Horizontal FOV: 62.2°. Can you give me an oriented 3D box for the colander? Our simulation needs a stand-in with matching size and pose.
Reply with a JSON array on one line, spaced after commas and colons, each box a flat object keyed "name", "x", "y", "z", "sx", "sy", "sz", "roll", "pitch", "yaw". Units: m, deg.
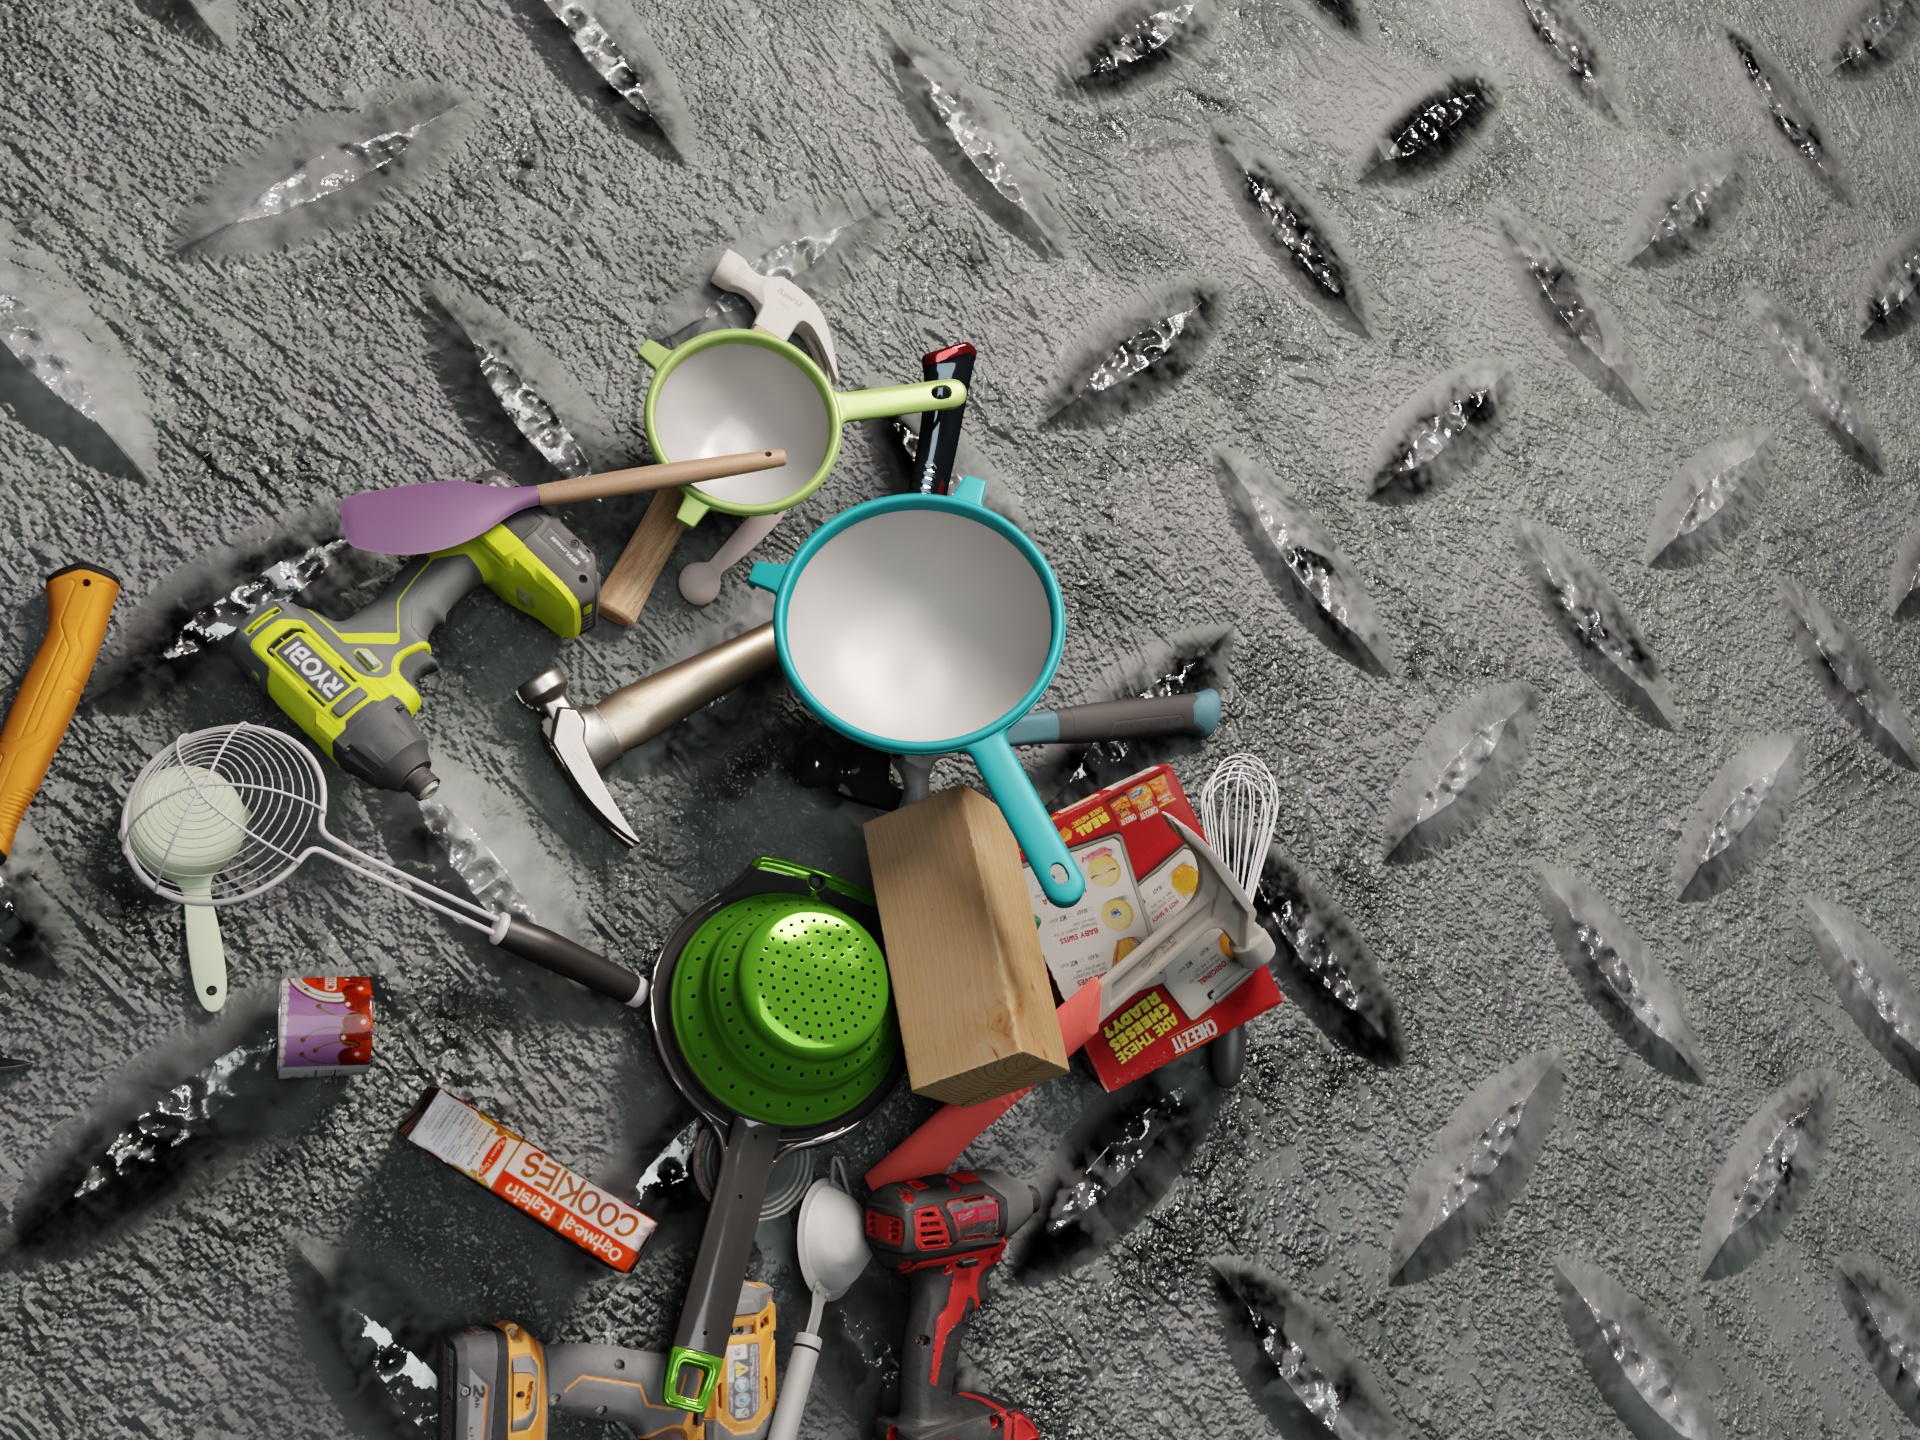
[{"name": "colander", "x": -0.132, "y": 0.268, "z": 1.110, "sx": 0.204, "sy": 0.094, "sz": 0.397, "roll": 20, "pitch": 59, "yaw": -14}]

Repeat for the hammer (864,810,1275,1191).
[{"name": "hammer", "x": 0.070, "y": 0.233, "z": 1.202, "sx": 0.359, "sy": 0.037, "sz": 0.149, "roll": -39, "pitch": 113, "yaw": -5}]

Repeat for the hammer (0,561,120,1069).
[{"name": "hammer", "x": -0.614, "y": 0.056, "z": 1.034, "sx": 0.127, "sy": 0.034, "sz": 0.337, "roll": 18, "pitch": 71, "yaw": -17}]

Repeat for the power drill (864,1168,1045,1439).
[{"name": "power drill", "x": 0.001, "y": 0.438, "z": 1.151, "sx": 0.143, "sy": 0.078, "sz": 0.220, "roll": 3, "pitch": 84, "yaw": -39}]

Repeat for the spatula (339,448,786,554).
[{"name": "spatula", "x": -0.277, "y": -0.163, "z": 1.140, "sx": 0.316, "sy": 0.018, "sz": 0.060, "roll": -13, "pitch": 64, "yaw": -20}]

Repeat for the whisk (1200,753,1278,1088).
[{"name": "whisk", "x": 0.232, "y": 0.169, "z": 1.357, "sx": 0.070, "sy": 0.070, "sz": 0.285, "roll": 8, "pitch": 80, "yaw": -21}]

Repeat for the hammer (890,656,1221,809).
[{"name": "hammer", "x": 0.087, "y": 0.006, "z": 1.313, "sx": 0.331, "sy": 0.033, "sz": 0.128, "roll": -5, "pitch": 92, "yaw": -34}]

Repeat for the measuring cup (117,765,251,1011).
[{"name": "measuring cup", "x": -0.511, "y": 0.110, "z": 1.061, "sx": 0.083, "sy": 0.038, "sz": 0.168, "roll": -9, "pitch": 79, "yaw": -25}]

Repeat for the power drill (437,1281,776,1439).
[{"name": "power drill", "x": -0.230, "y": 0.485, "z": 1.070, "sx": 0.226, "sy": 0.084, "sz": 0.185, "roll": 3, "pitch": 76, "yaw": -27}]

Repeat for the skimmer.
[{"name": "skimmer", "x": -0.382, "y": 0.120, "z": 1.095, "sx": 0.363, "sy": 0.090, "sz": 0.127, "roll": 33, "pitch": 59, "yaw": -31}]

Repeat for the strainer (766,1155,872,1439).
[{"name": "strainer", "x": -0.103, "y": 0.431, "z": 1.119, "sx": 0.086, "sy": 0.050, "sz": 0.259, "roll": 53, "pitch": 41, "yaw": -42}]

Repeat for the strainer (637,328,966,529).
[{"name": "strainer", "x": -0.122, "y": -0.231, "z": 1.249, "sx": 0.256, "sy": 0.069, "sz": 0.151, "roll": -12, "pitch": 81, "yaw": -19}]

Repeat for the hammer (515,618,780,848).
[{"name": "hammer", "x": -0.136, "y": -0.058, "z": 1.263, "sx": 0.410, "sy": 0.038, "sz": 0.146, "roll": -32, "pitch": 92, "yaw": -26}]

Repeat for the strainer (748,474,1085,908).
[{"name": "strainer", "x": -0.002, "y": -0.004, "z": 1.161, "sx": 0.211, "sy": 0.095, "sz": 0.341, "roll": -24, "pitch": 70, "yaw": -12}]

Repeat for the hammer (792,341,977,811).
[{"name": "hammer", "x": -0.027, "y": -0.118, "z": 1.285, "sx": 0.143, "sy": 0.038, "sz": 0.386, "roll": 18, "pitch": 78, "yaw": -30}]

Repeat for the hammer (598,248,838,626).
[{"name": "hammer", "x": -0.201, "y": -0.219, "z": 1.276, "sx": 0.130, "sy": 0.031, "sz": 0.331, "roll": 29, "pitch": 68, "yaw": -14}]

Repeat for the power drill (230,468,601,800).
[{"name": "power drill", "x": -0.369, "y": -0.060, "z": 1.127, "sx": 0.171, "sy": 0.080, "sz": 0.223, "roll": 42, "pitch": 64, "yaw": 7}]

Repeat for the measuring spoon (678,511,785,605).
[{"name": "measuring spoon", "x": -0.177, "y": -0.139, "z": 1.272, "sx": 0.034, "sy": 0.018, "sz": 0.124, "roll": 50, "pitch": 63, "yaw": -19}]
